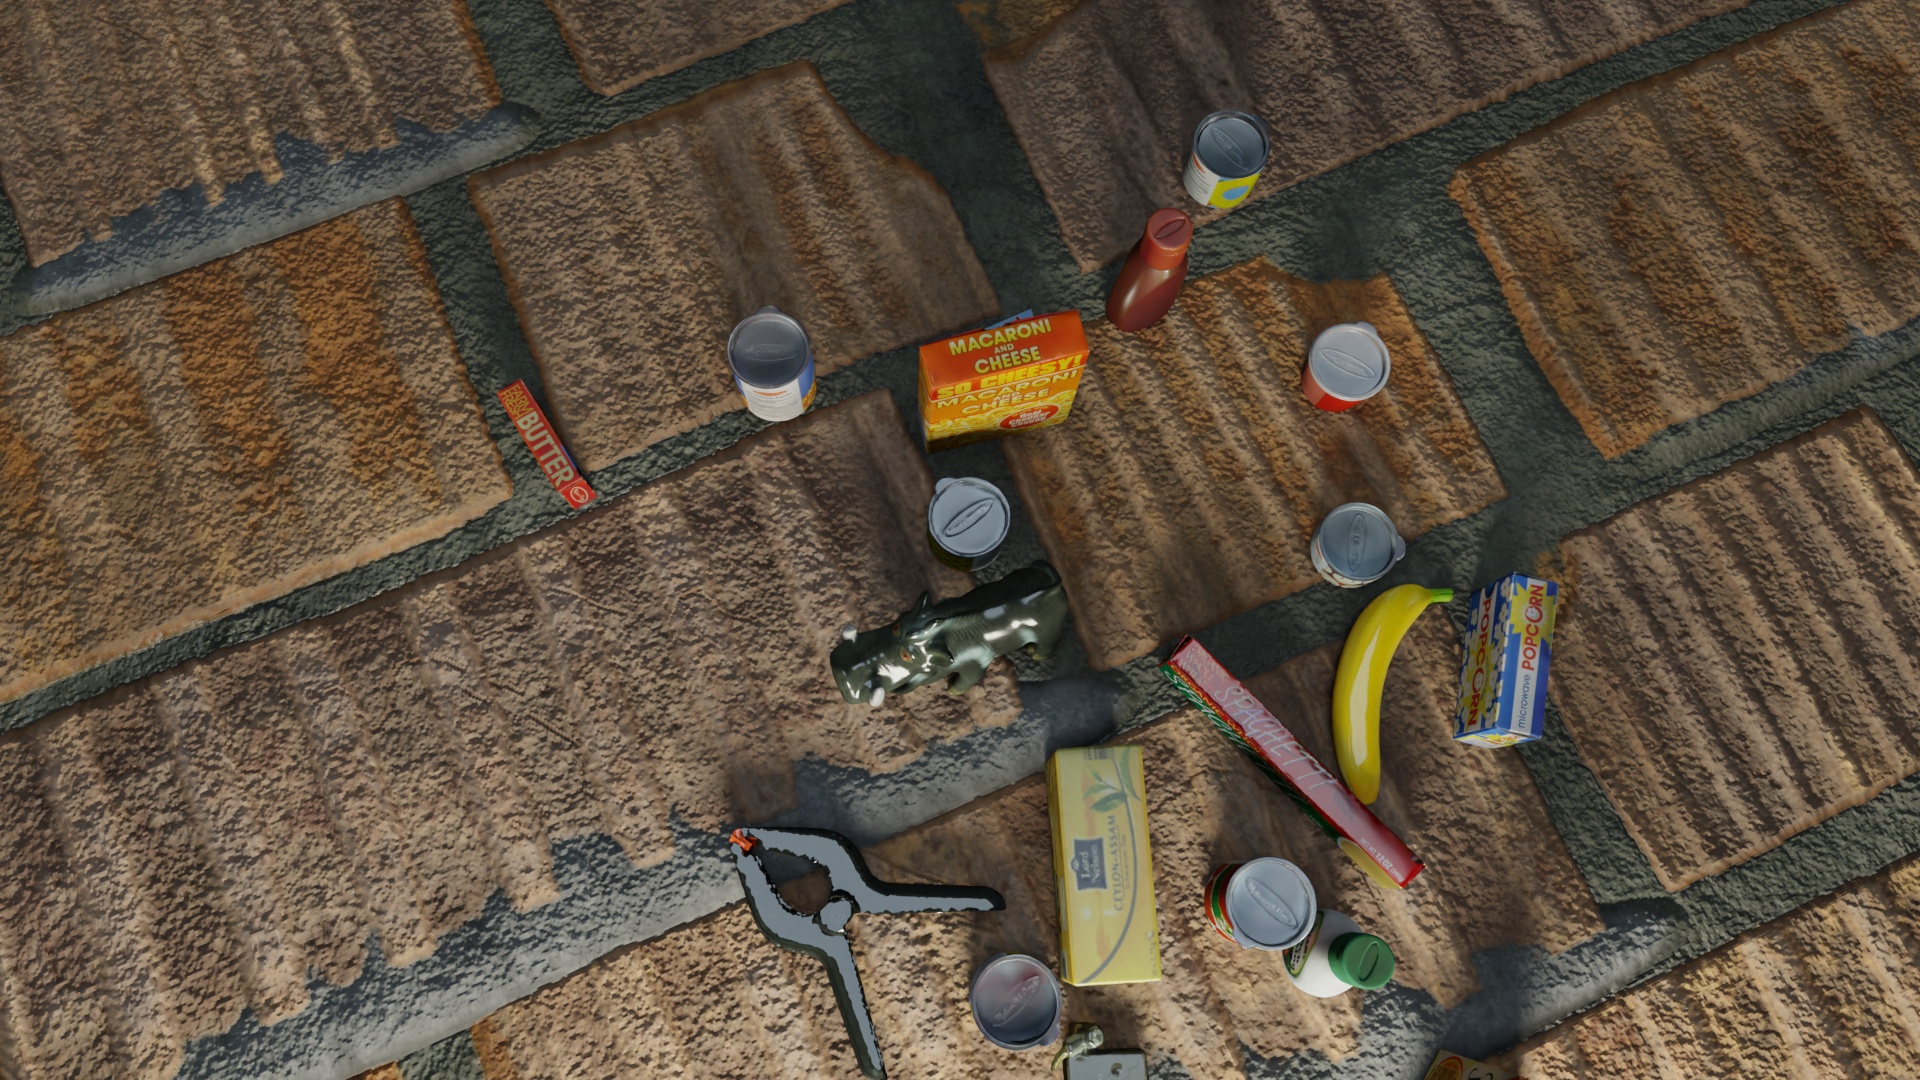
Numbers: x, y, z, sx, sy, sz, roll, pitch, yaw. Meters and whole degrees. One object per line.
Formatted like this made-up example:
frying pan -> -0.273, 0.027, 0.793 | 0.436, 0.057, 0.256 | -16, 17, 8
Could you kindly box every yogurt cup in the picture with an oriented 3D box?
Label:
yogurt cup -> 0.321, -0.142, 1.170 | 0.072, 0.054, 0.072 | 1, 76, -2

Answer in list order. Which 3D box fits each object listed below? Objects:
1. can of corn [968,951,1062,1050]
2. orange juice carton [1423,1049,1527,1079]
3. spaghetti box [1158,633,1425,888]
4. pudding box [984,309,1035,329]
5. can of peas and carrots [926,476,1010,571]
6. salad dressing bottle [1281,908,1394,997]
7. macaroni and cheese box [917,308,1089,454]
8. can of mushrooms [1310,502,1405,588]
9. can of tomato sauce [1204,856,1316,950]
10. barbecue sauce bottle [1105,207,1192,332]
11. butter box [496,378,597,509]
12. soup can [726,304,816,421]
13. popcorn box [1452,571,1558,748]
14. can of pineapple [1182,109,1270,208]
can of corn -> 0.041, 0.343, 1.033 | 0.071, 0.058, 0.071 | 1, 76, -2
orange juice carton -> 0.379, 0.414, 0.960 | 0.072, 0.192, 0.073 | 34, 77, 6
spaghetti box -> 0.255, 0.173, 1.089 | 0.029, 0.050, 0.250 | -43, 81, -11
pudding box -> 0.027, -0.157, 1.164 | 0.084, 0.049, 0.030 | -25, 78, -8
can of peas and carrots -> 0.004, -0.014, 1.122 | 0.071, 0.058, 0.071 | 1, 76, -2
salad dressing bottle -> 0.274, 0.301, 1.007 | 0.044, 0.147, 0.064 | 27, 77, 4
macaroni and cheese box -> 0.029, -0.123, 1.096 | 0.124, 0.166, 0.040 | -14, 77, -6
can of mushrooms -> 0.326, 0.005, 1.144 | 0.071, 0.033, 0.071 | 1, 76, -2
can of tomato sauce -> 0.223, 0.274, 1.045 | 0.071, 0.083, 0.071 | 1, 76, -2
barbecue sauce bottle -> 0.158, -0.222, 1.135 | 0.065, 0.148, 0.044 | -33, 80, -9
butter box -> -0.336, -0.078, 1.127 | 0.024, 0.053, 0.103 | -33, 79, -9
soup can -> -0.153, -0.144, 1.136 | 0.071, 0.083, 0.071 | 1, 76, -2
popcorn box -> 0.430, 0.097, 1.098 | 0.038, 0.085, 0.127 | 12, 76, 1
can of pineapple -> 0.233, -0.333, 1.213 | 0.071, 0.057, 0.071 | 1, 76, -2
